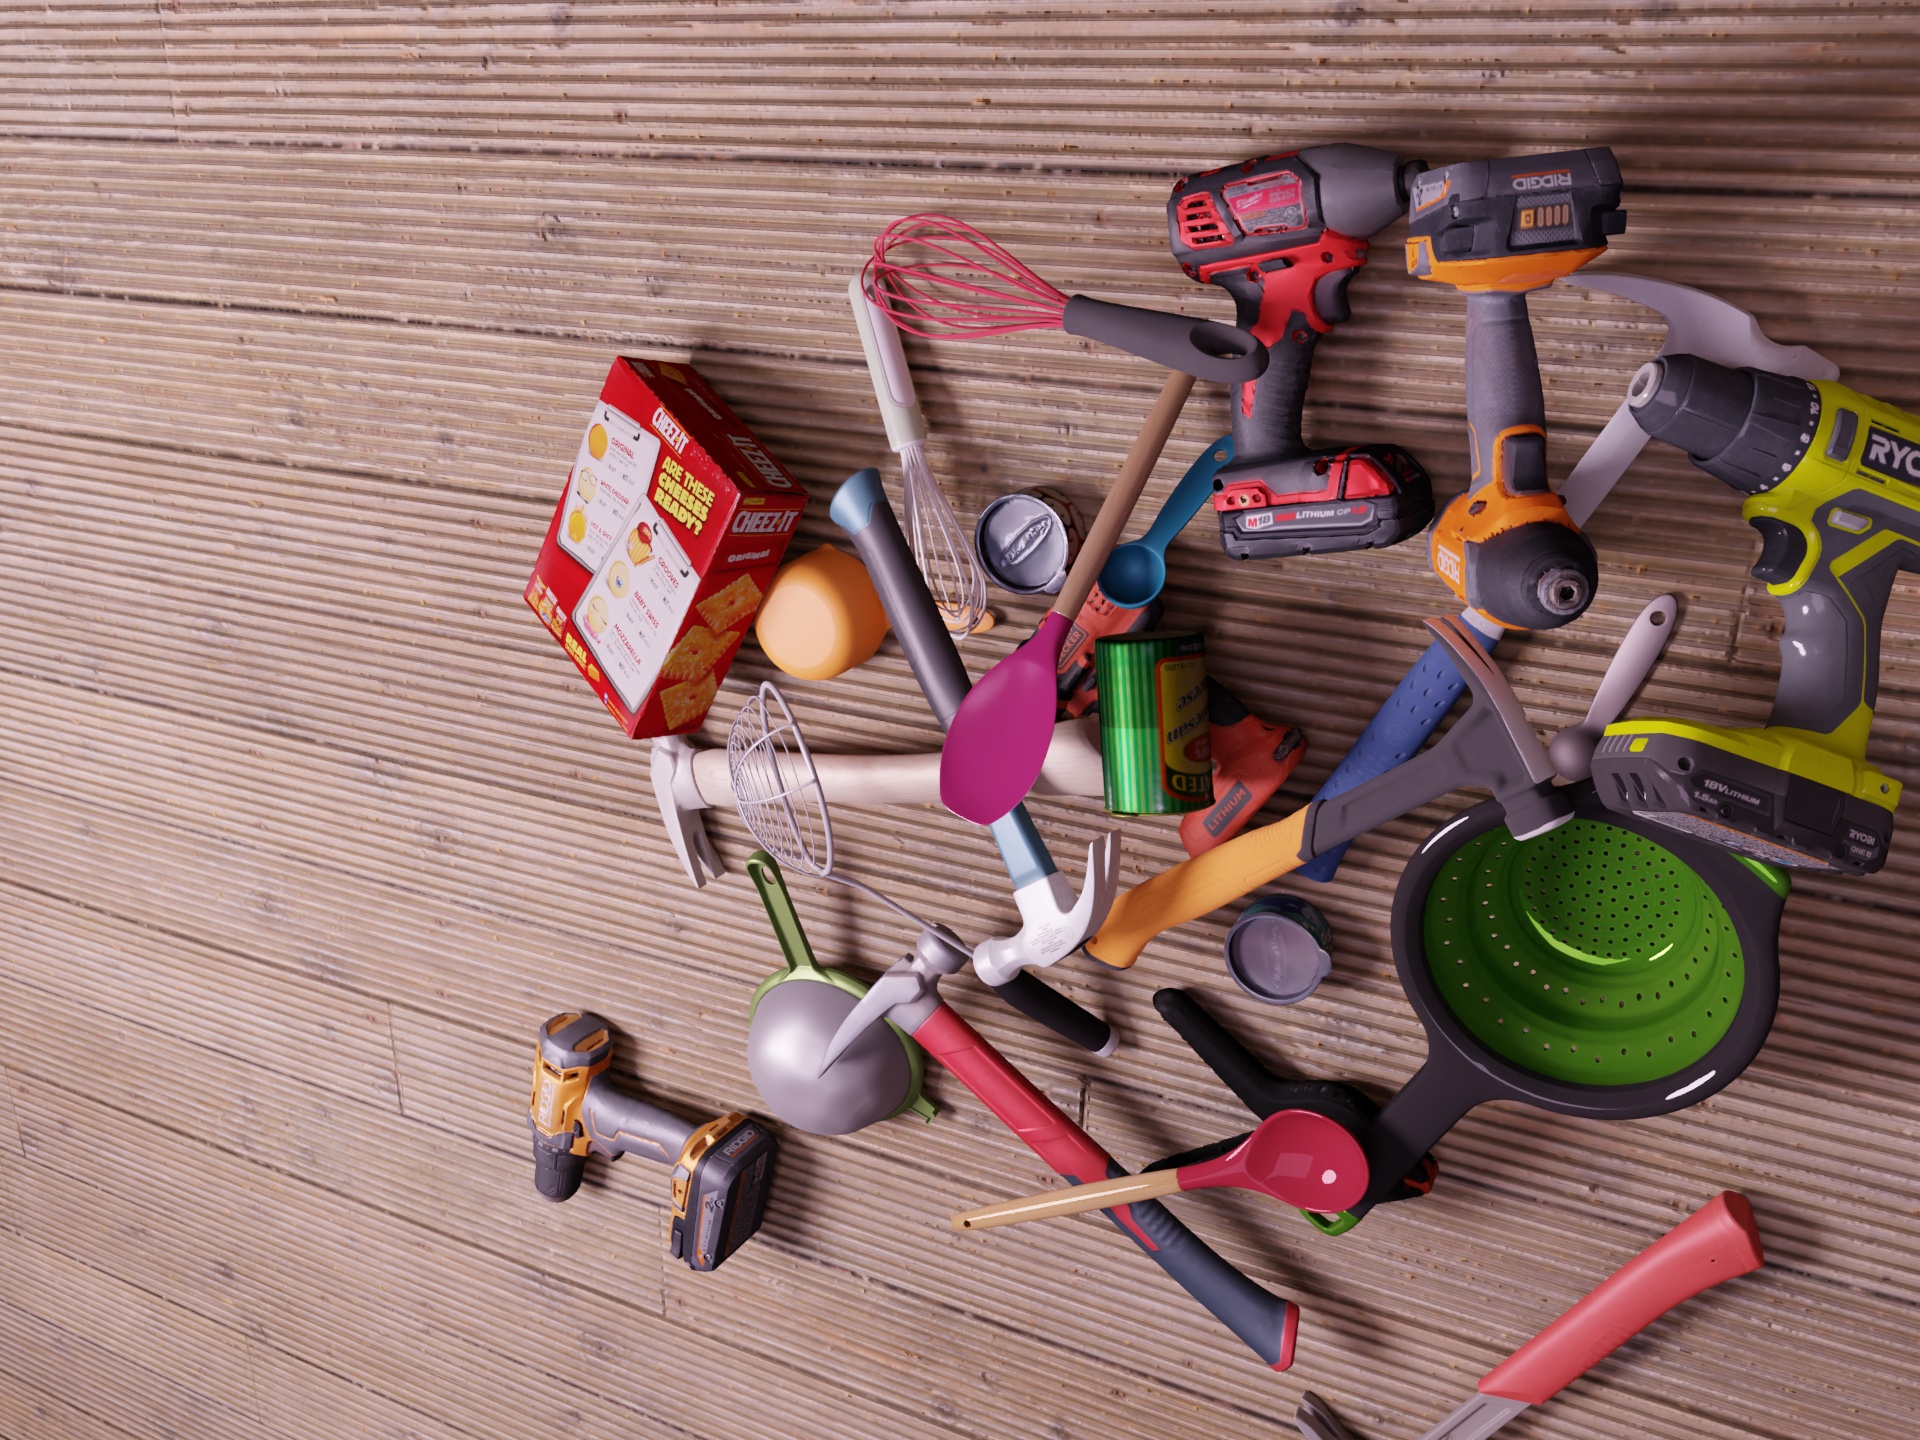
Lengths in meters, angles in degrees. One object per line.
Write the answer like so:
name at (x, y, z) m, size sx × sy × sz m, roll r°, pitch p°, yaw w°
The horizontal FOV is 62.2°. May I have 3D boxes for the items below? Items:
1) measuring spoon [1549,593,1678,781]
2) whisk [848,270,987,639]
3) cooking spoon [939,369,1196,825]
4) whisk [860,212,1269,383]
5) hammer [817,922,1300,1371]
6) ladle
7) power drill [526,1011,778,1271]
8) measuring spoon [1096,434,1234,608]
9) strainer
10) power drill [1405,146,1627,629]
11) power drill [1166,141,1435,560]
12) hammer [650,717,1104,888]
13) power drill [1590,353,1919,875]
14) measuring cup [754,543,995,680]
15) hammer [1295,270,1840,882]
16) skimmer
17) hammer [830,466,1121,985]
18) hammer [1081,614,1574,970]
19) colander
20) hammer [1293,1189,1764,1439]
measuring spoon at (0.374, -0.016, 0.907) m, size 0.034 × 0.018 × 0.124 m, roll 28°, pitch 117°, yaw 16°
whisk at (-0.031, -0.172, 1.036) m, size 0.059 × 0.058 × 0.246 m, roll -8°, pitch 99°, yaw 64°
cooking spoon at (0.073, -0.084, 0.948) m, size 0.069 × 0.017 × 0.319 m, roll 26°, pitch 88°, yaw 31°
whisk at (0.052, -0.242, 0.929) m, size 0.296 × 0.073 × 0.073 m, roll 26°, pitch 119°, yaw 34°
hammer at (0.077, 0.322, 1.121) m, size 0.386 × 0.038 × 0.143 m, roll 42°, pitch 105°, yaw 4°
ladle at (0.124, 0.310, 1.052) m, size 0.315 × 0.031 × 0.069 m, roll -21°, pitch 89°, yaw 30°
power drill at (-0.274, 0.372, 1.344) m, size 0.226 × 0.084 × 0.185 m, roll 25°, pitch 118°, yaw 22°
measuring spoon at (0.130, -0.119, 0.965) m, size 0.042 × 0.021 × 0.128 m, roll 34°, pitch 83°, yaw 22°
strainer at (-0.122, 0.219, 1.189) m, size 0.151 × 0.069 × 0.256 m, roll -3°, pitch 118°, yaw 28°
power drill at (0.274, -0.157, 0.780) m, size 0.084 × 0.164 × 0.226 m, roll -5°, pitch 105°, yaw 5°
power drill at (0.200, -0.207, 0.893) m, size 0.143 × 0.078 × 0.219 m, roll -3°, pitch 103°, yaw 32°
hammer at (-0.062, 0.049, 1.107) m, size 0.411 × 0.038 × 0.146 m, roll -3°, pitch 108°, yaw 37°
power drill at (0.392, -0.056, 0.771) m, size 0.190 × 0.080 × 0.228 m, roll 19°, pitch 85°, yaw -8°
measuring cup at (-0.064, -0.068, 1.091) m, size 0.174 × 0.052 × 0.095 m, roll 6°, pitch 110°, yaw 27°
hammer at (0.301, -0.067, 0.917) m, size 0.144 × 0.035 × 0.405 m, roll 36°, pitch 120°, yaw 11°
skimmer at (-0.011, 0.109, 1.061) m, size 0.363 × 0.127 × 0.090 m, roll 36°, pitch 87°, yaw -24°
hammer at (-0.002, -0.003, 1.000) m, size 0.128 × 0.033 × 0.331 m, roll -29°, pitch 83°, yaw 37°
hammer at (0.187, 0.067, 0.942) m, size 0.337 × 0.034 × 0.127 m, roll -35°, pitch 75°, yaw 41°
colander at (0.328, 0.176, 0.961) m, size 0.204 × 0.094 × 0.397 m, roll 38°, pitch 126°, yaw 13°
hammer at (0.380, 0.419, 1.052) m, size 0.149 × 0.037 × 0.359 m, roll 39°, pitch 121°, yaw 9°
